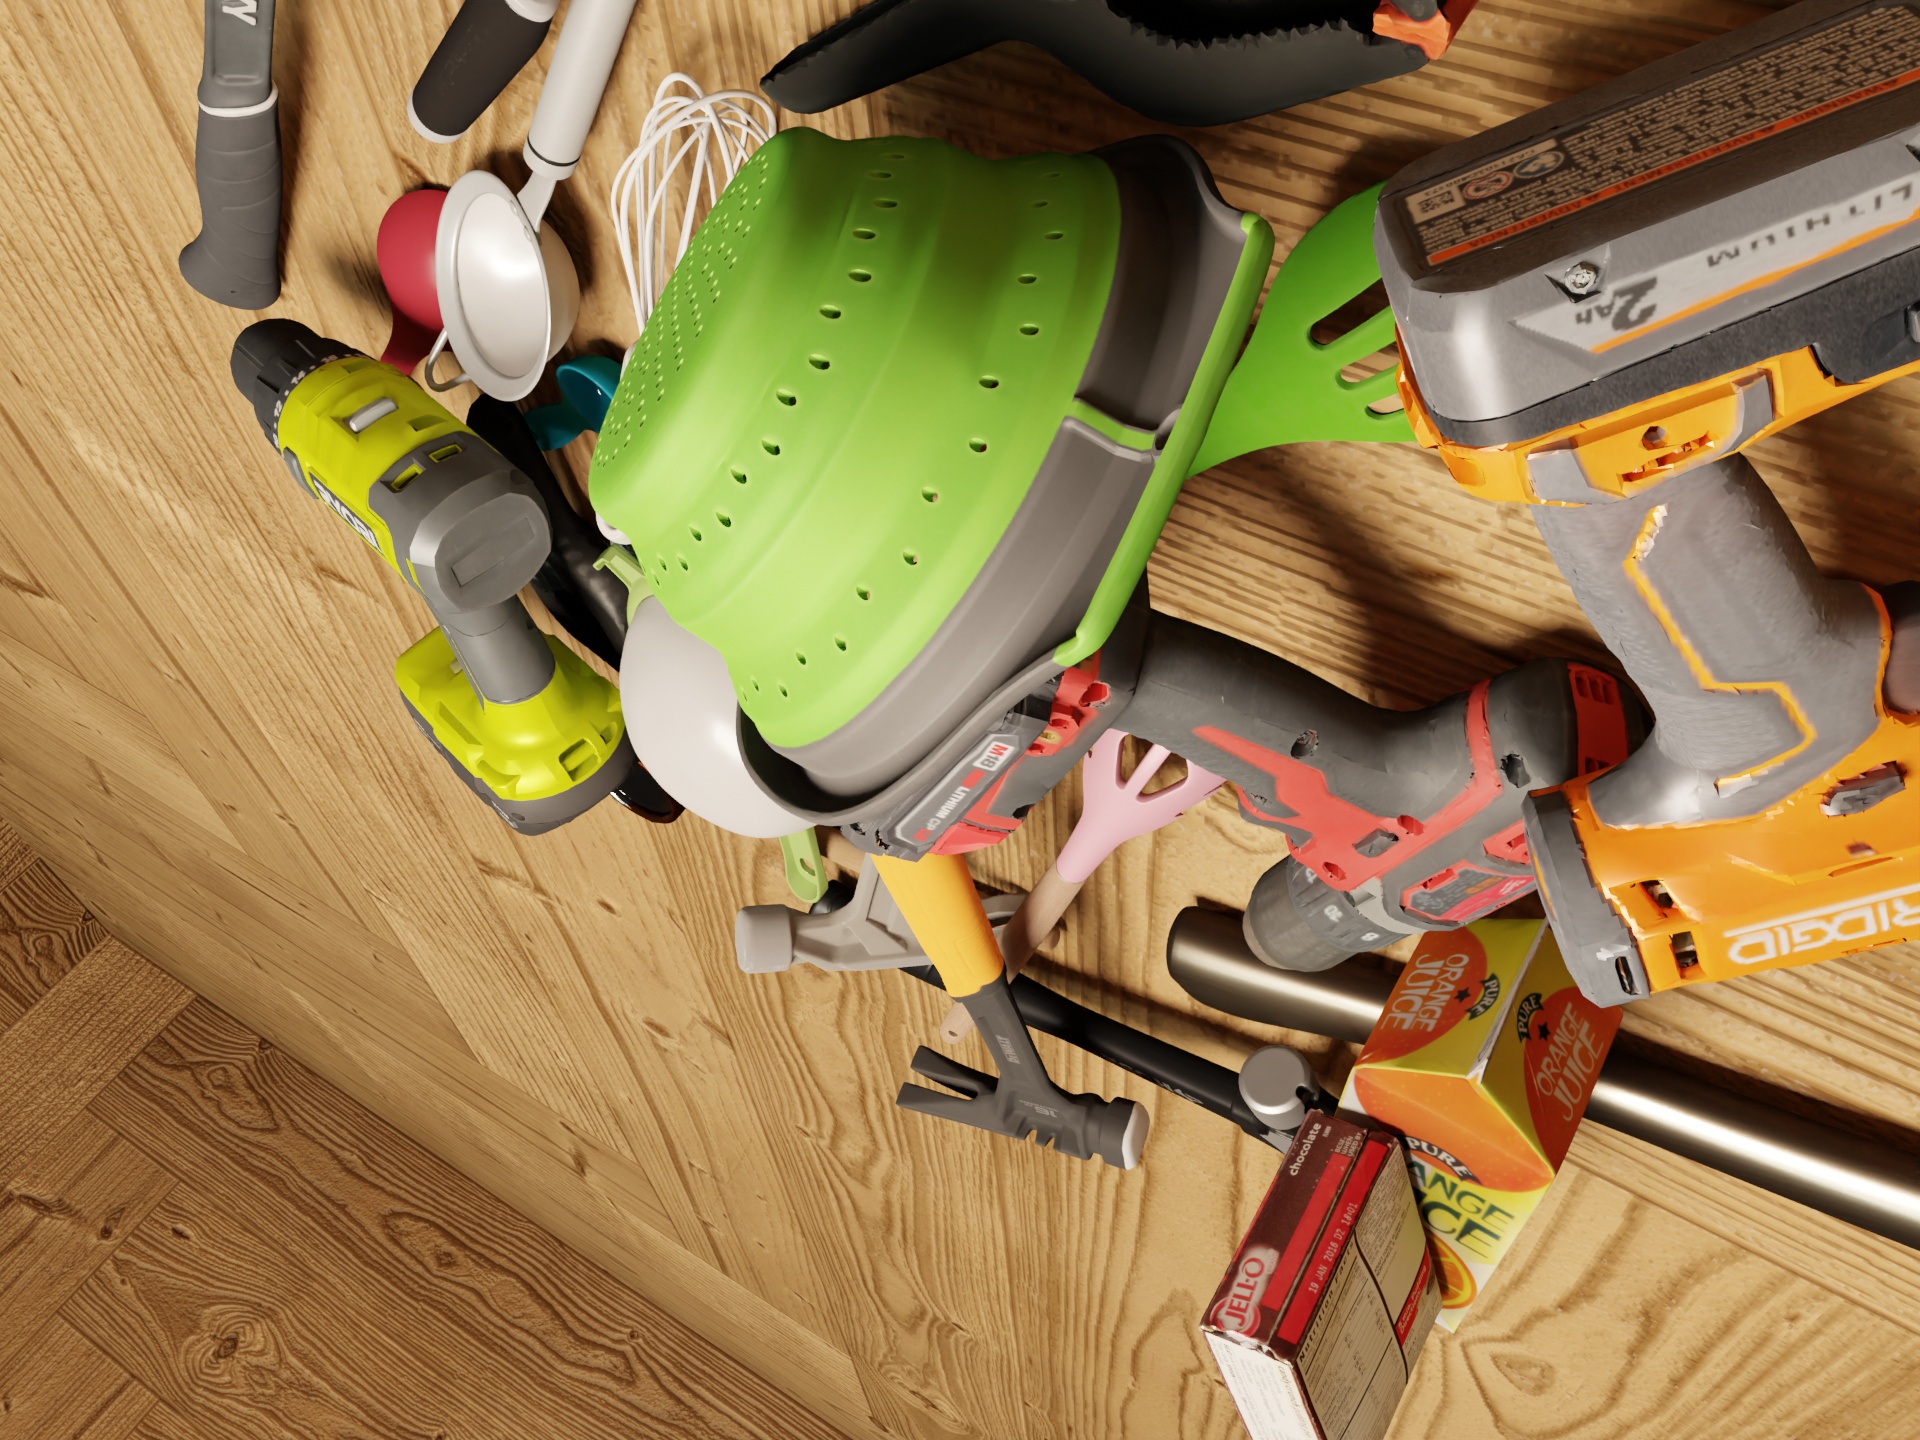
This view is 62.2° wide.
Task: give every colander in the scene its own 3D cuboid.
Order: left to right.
[{"bbox_3d":[-0.066,-0.088,0.490,0.094,0.204,0.397,27,172,-23],"label":"colander"}]

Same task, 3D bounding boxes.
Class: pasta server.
[{"bbox_3d":[0.043,0.071,0.690,0.060,0.040,0.316,35,143,5],"label":"pasta server"}]

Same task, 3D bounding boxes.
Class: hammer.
[{"bbox_3d":[-0.261,-0.242,0.588,0.149,0.036,0.409,2,171,-24],"label":"hammer"},{"bbox_3d":[-0.005,0.094,0.669,0.127,0.034,0.336,10,145,24],"label":"hammer"},{"bbox_3d":[-0.001,-0.002,0.640,0.149,0.037,0.358,-3,142,-17],"label":"hammer"},{"bbox_3d":[0.048,0.153,0.822,0.335,0.035,0.146,19,157,36],"label":"hammer"},{"bbox_3d":[0.260,0.138,0.589,0.411,0.038,0.146,16,142,34],"label":"hammer"}]

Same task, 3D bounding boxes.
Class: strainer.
[{"bbox_3d":[-0.145,-0.196,0.565,0.087,0.050,0.258,62,145,10],"label":"strainer"},{"bbox_3d":[-0.103,0.036,0.766,0.151,0.069,0.256,25,149,20],"label":"strainer"}]

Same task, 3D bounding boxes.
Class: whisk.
[{"bbox_3d":[-0.111,-0.136,0.585,0.058,0.059,0.246,52,149,11],"label":"whisk"}]

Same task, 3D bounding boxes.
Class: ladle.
[{"bbox_3d":[-0.278,-0.164,0.768,0.069,0.031,0.315,47,150,-14],"label":"ladle"}]

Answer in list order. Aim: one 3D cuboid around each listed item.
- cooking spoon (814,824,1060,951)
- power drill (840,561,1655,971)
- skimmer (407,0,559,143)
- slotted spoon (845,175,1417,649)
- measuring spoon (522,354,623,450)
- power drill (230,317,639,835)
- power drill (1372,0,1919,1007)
[{"bbox_3d":[-0.083,0.062,0.871,0.319,0.017,0.068,20,146,30],"label":"cooking spoon"},{"bbox_3d":[0.079,0.022,0.517,0.226,0.080,0.187,15,149,-15],"label":"power drill"},{"bbox_3d":[-0.120,-0.208,0.408,0.363,0.090,0.127,-1,118,59],"label":"skimmer"},{"bbox_3d":[0.040,-0.062,0.485,0.070,0.031,0.314,43,137,-19],"label":"slotted spoon"},{"bbox_3d":[-0.169,-0.138,0.700,0.042,0.021,0.129,49,157,-23],"label":"measuring spoon"},{"bbox_3d":[-0.239,-0.067,0.727,0.191,0.080,0.228,37,155,30],"label":"power drill"},{"bbox_3d":[0.195,-0.035,0.356,0.164,0.084,0.226,-18,125,18],"label":"power drill"}]
